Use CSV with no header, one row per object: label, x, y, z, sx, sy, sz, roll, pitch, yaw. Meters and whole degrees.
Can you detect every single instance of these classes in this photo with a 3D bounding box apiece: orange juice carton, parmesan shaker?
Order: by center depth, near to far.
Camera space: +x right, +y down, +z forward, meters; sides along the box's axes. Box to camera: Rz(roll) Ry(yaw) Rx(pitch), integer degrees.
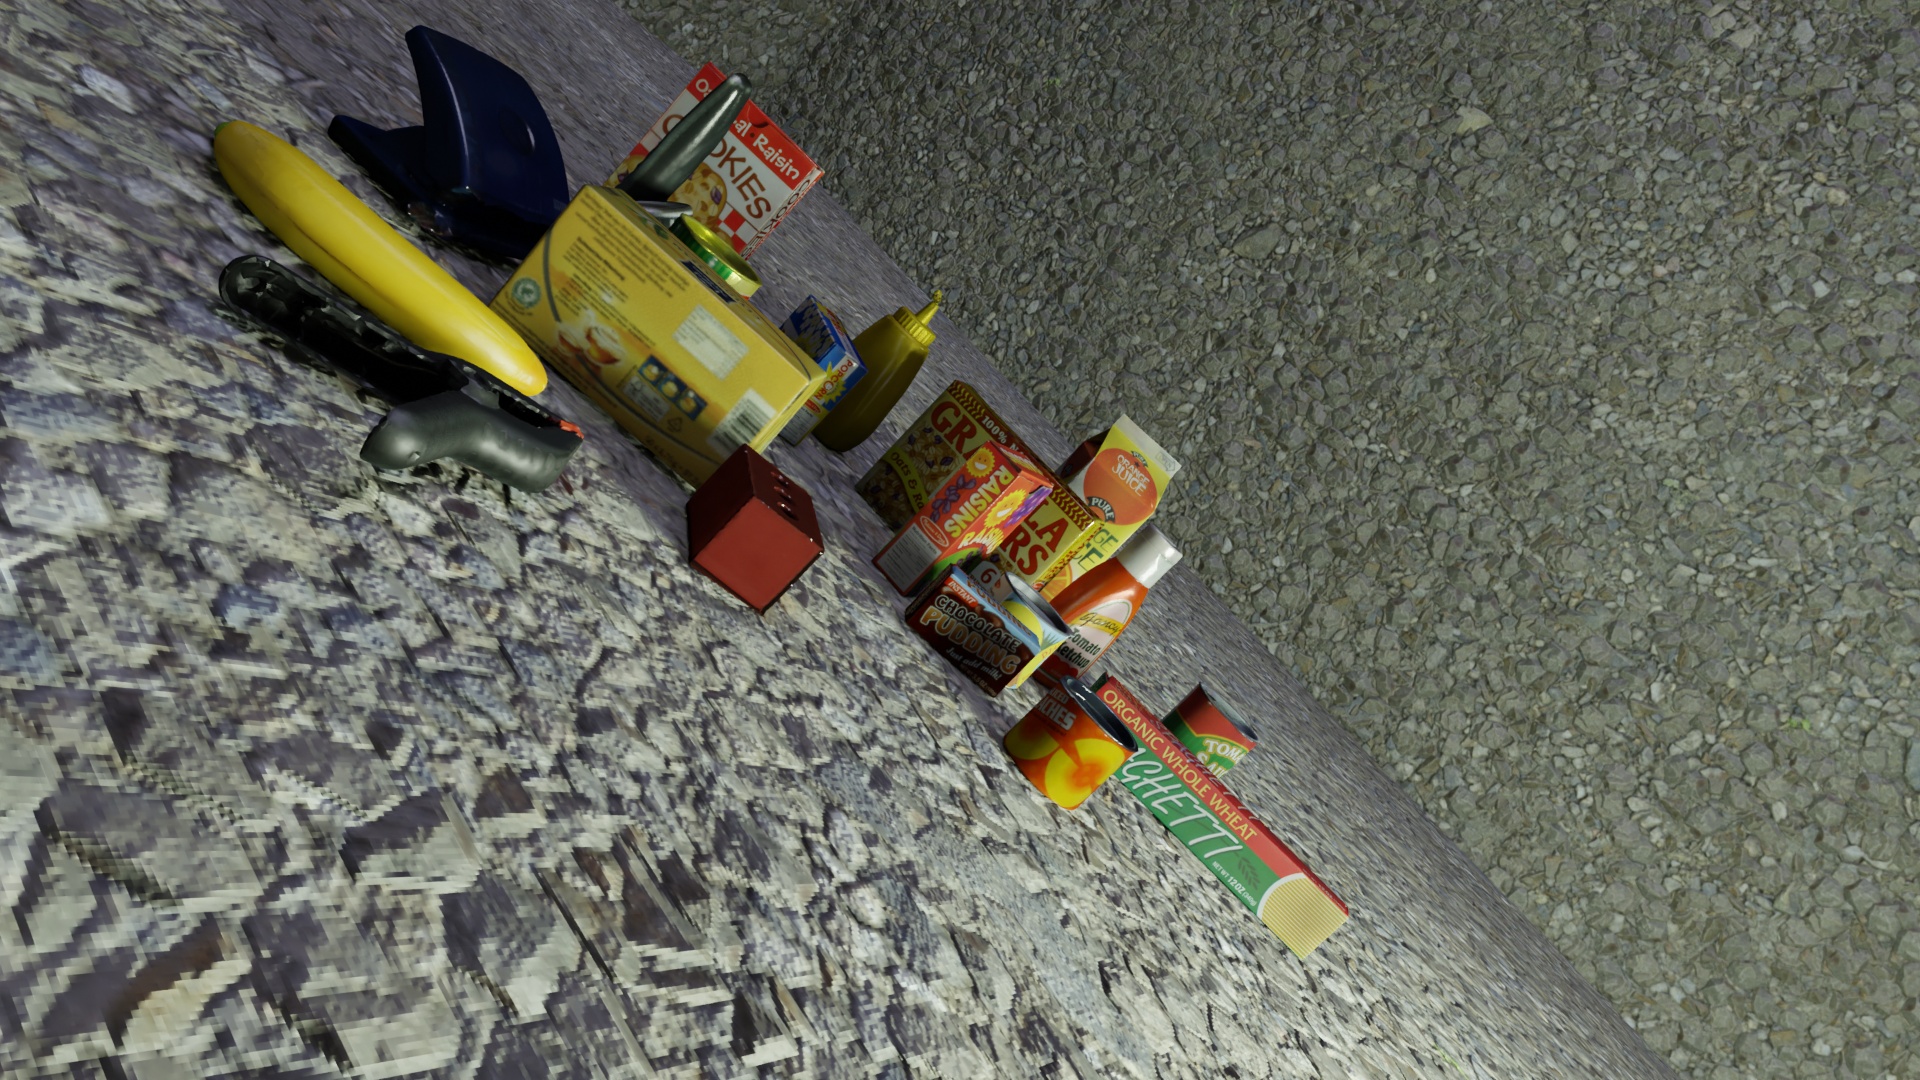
parmesan shaker,-0.186,-0.148,0.882,0.071,0.103,0.071,42,10,-9
orange juice carton,0.098,-0.018,1.195,0.072,0.192,0.073,42,10,-12

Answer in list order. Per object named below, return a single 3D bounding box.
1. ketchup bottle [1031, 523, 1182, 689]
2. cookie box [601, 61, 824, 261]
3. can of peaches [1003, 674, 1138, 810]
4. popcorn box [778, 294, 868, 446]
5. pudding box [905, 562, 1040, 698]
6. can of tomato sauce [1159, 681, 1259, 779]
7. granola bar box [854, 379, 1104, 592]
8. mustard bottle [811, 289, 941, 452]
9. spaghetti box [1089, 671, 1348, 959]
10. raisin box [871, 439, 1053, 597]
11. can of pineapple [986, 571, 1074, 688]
ketchup bottle,0.108,0.050,1.087,0.064,0.148,0.044,36,12,-37
cookie box,-0.213,-0.287,1.147,0.123,0.167,0.040,44,10,-2
can of peaches,0.068,0.127,0.883,0.071,0.058,0.071,42,10,-9
popcorn box,-0.126,-0.138,1.119,0.038,0.085,0.127,38,12,-29
pudding box,0.009,0.061,0.944,0.083,0.049,0.030,42,10,-12
can of tomato sauce,0.187,0.166,1.110,0.071,0.083,0.071,42,10,-9
granola bar box,0.014,-0.027,1.105,0.166,0.124,0.039,47,10,19
mustard bottle,-0.067,-0.148,1.174,0.065,0.160,0.049,49,11,25
spaghetti box,0.181,0.203,1.032,0.250,0.050,0.029,45,10,4
raisin box,0.004,-0.013,1.010,0.040,0.123,0.086,47,10,17
can of pineapple,0.038,0.067,1.010,0.071,0.058,0.071,42,10,-9
